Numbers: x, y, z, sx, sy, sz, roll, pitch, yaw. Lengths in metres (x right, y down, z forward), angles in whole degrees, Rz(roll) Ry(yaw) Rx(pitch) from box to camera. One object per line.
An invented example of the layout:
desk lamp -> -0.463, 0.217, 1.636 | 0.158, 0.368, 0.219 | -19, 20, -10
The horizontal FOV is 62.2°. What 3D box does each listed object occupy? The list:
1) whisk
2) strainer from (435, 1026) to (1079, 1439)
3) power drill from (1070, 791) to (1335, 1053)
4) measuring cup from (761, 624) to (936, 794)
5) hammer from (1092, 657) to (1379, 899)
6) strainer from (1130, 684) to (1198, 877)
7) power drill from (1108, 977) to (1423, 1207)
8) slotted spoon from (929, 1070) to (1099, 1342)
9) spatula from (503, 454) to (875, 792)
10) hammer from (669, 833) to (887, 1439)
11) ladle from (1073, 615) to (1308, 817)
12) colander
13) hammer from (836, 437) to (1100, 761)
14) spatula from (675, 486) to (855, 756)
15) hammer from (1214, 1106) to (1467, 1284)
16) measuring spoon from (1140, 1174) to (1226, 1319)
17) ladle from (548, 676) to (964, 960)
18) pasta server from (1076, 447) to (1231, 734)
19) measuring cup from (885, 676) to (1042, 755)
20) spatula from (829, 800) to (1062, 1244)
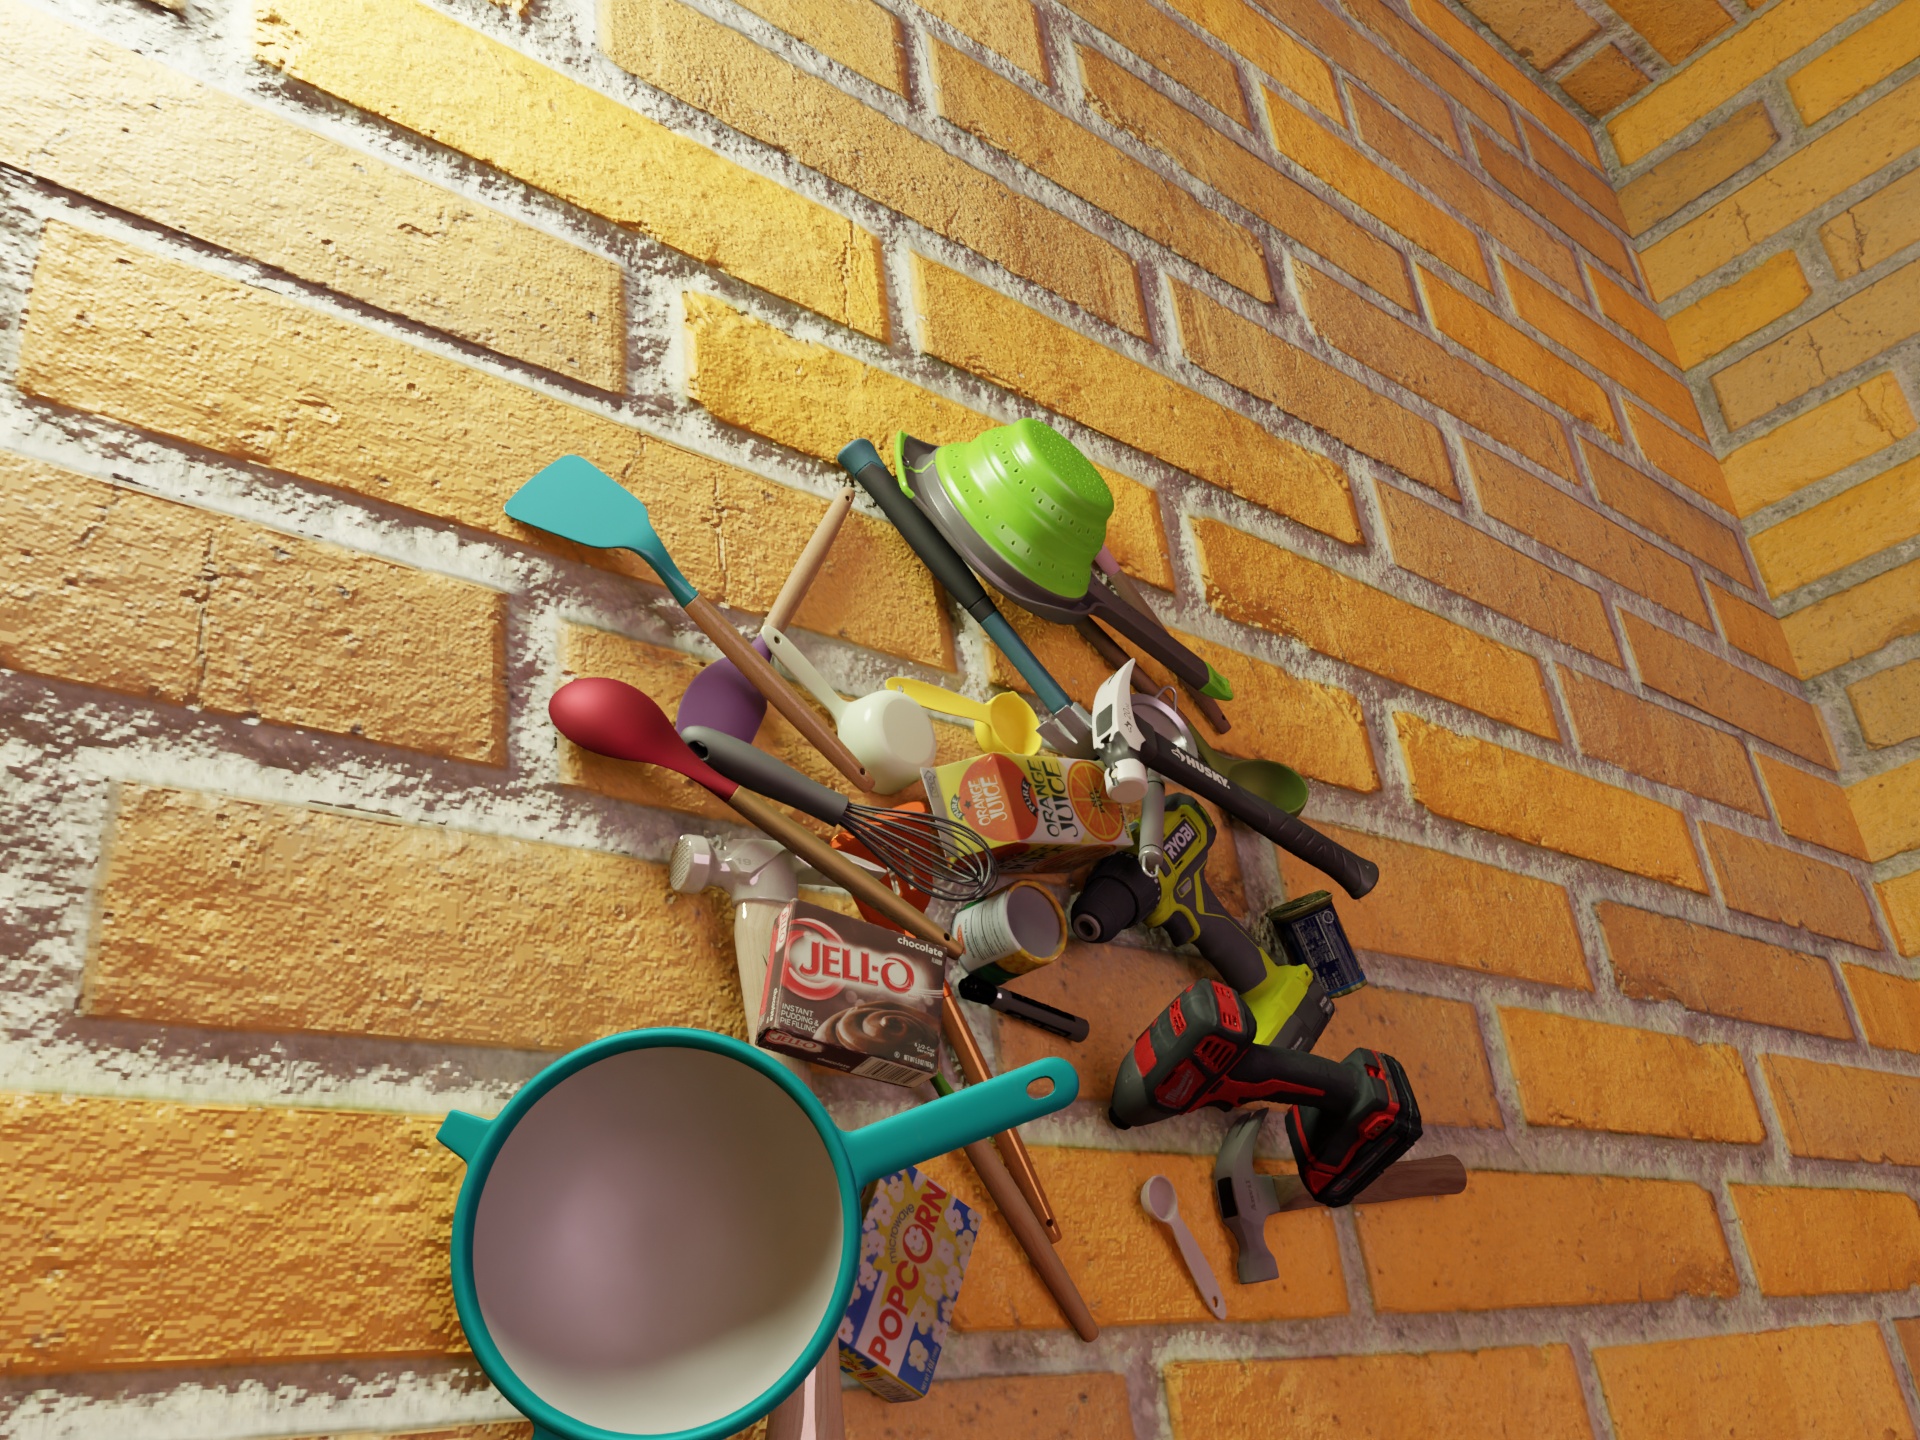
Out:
whisk -> -0.081, 0.060, 1.085 | 0.239, 0.055, 0.055 | 26, 48, -10
strainer -> -0.098, 0.258, 0.869 | 0.340, 0.095, 0.211 | -18, 71, -9
power drill -> 0.192, 0.189, 1.301 | 0.228, 0.080, 0.190 | 54, 40, -1
measuring cup -> -0.080, -0.016, 1.172 | 0.167, 0.038, 0.083 | 47, 42, -23
hammer -> 0.238, 0.067, 1.340 | 0.334, 0.035, 0.146 | 30, 36, -29
strainer -> 0.159, 0.052, 1.326 | 0.086, 0.050, 0.259 | 35, 30, -13
power drill -> 0.224, 0.285, 1.205 | 0.219, 0.143, 0.079 | 24, 31, -20
slotted spoon -> 0.013, 0.294, 1.086 | 0.031, 0.070, 0.313 | -32, 96, -18
spatula -> -0.175, -0.061, 1.112 | 0.317, 0.044, 0.082 | 47, 44, -13
hammer -> -0.093, 0.262, 0.963 | 0.146, 0.038, 0.411 | 9, 56, -29
ladle -> 0.194, -0.019, 1.444 | 0.320, 0.062, 0.078 | 44, 40, -12
colander -> 0.123, -0.145, 1.374 | 0.396, 0.094, 0.205 | 33, 27, -26
hammer -> 0.014, -0.097, 1.309 | 0.331, 0.033, 0.128 | 51, 14, -2
spatula -> -0.136, -0.077, 1.181 | 0.059, 0.018, 0.316 | 40, 45, -18
hammer -> 0.329, 0.392, 1.347 | 0.331, 0.031, 0.130 | 9, 61, -42
measuring spoon -> 0.167, 0.399, 1.199 | 0.034, 0.018, 0.124 | -35, 99, -51
ladle -> -0.128, 0.065, 1.036 | 0.315, 0.031, 0.069 | 35, 38, -5
pasta server -> 0.165, -0.118, 1.488 | 0.316, 0.040, 0.060 | 54, 49, -7
measuring cup -> -0.002, -0.004, 1.264 | 0.156, 0.029, 0.062 | 18, 55, -34
spatula -> 0.001, 0.217, 1.120 | 0.081, 0.041, 0.323 | -22, 84, -26
